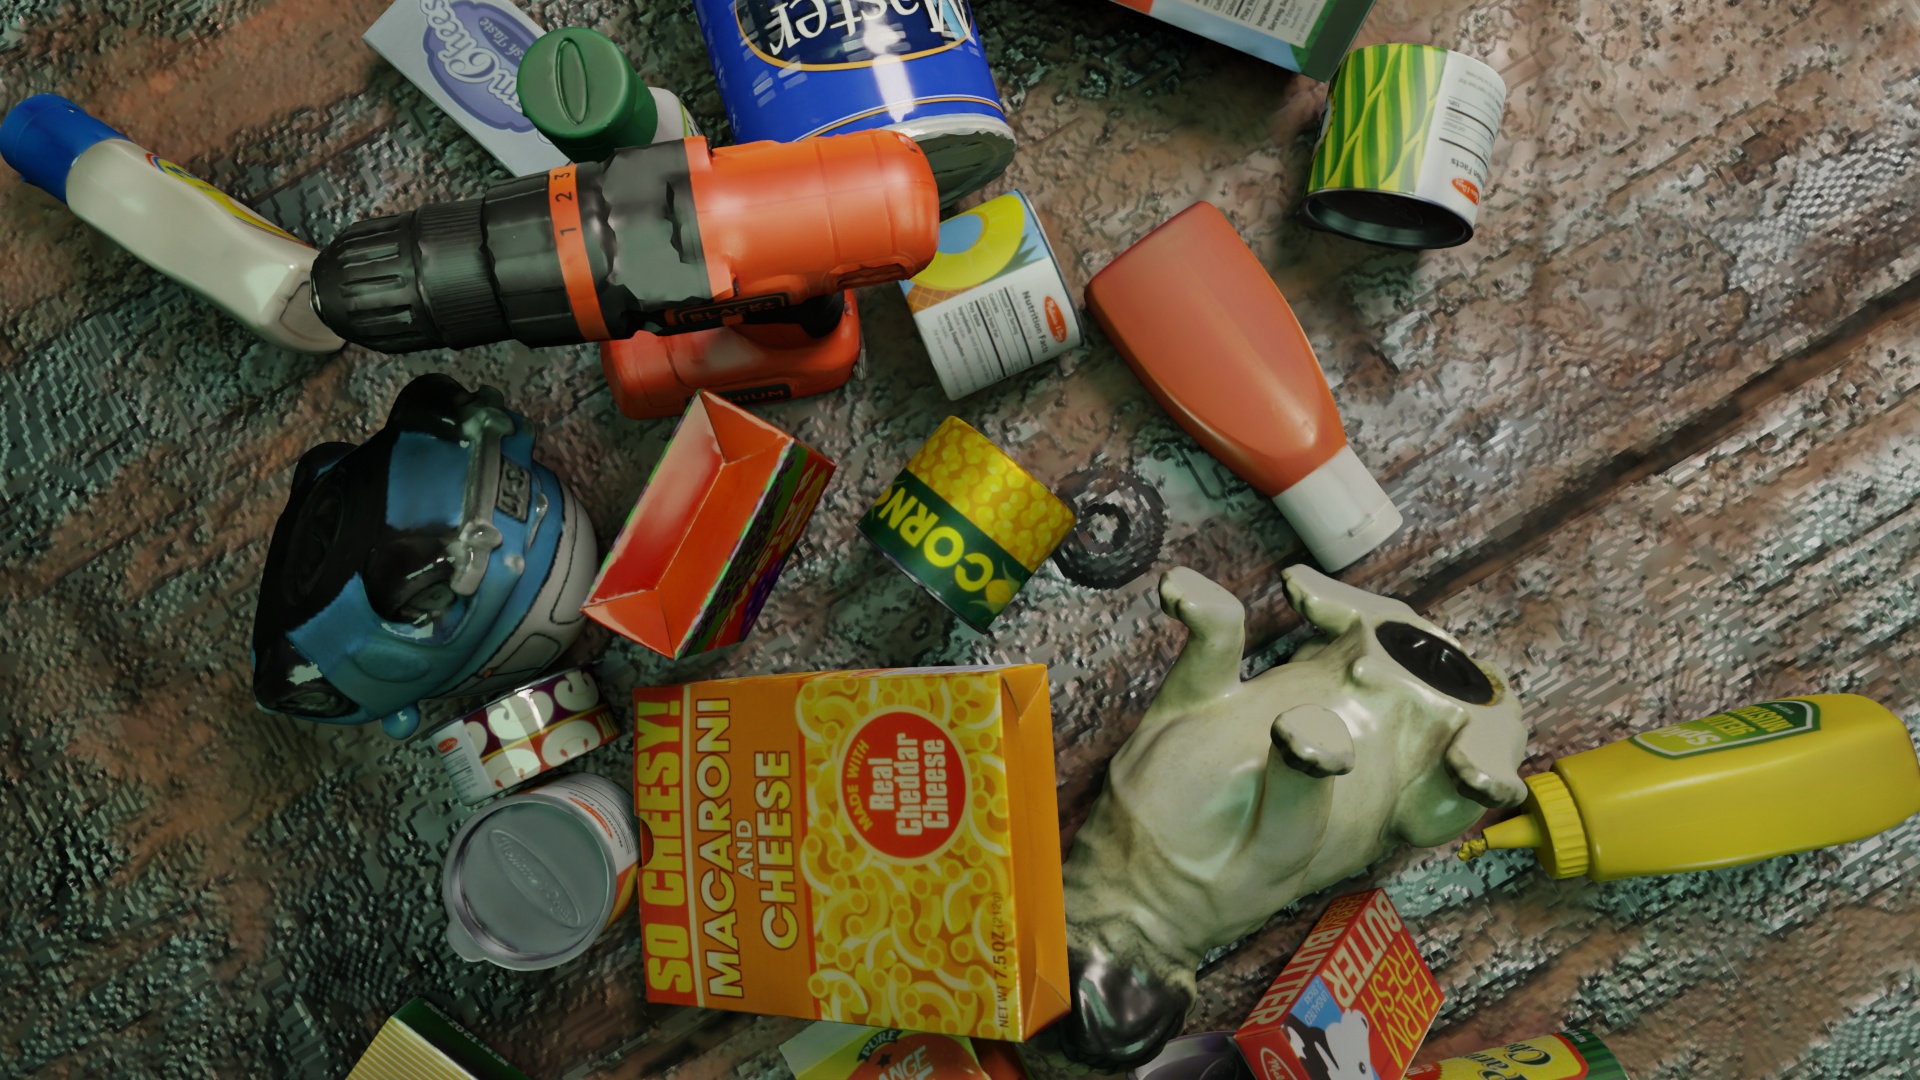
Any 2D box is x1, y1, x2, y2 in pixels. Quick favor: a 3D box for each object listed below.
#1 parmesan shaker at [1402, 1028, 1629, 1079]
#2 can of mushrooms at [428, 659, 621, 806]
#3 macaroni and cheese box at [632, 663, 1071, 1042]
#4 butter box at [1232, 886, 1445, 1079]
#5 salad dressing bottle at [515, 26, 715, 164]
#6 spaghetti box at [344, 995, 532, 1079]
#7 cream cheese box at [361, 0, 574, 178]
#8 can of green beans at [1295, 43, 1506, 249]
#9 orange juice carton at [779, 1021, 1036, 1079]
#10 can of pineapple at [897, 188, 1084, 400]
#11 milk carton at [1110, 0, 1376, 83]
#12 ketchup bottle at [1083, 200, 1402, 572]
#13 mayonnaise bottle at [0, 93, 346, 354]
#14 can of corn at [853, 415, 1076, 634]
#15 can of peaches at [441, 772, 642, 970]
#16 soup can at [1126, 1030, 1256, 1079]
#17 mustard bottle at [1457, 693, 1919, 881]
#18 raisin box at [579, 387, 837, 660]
[{"bbox_3d":[0.197,0.229,0.523,0.103,0.071,0.071,-14,88,-1],"label":"parmesan shaker"},{"bbox_3d":[-0.167,0.075,0.544,0.071,0.071,0.033,-25,87,2],"label":"can of mushrooms"},{"bbox_3d":[-0.046,0.110,0.512,0.166,0.040,0.123,-6,85,29],"label":"macaroni and cheese box"},{"bbox_3d":[0.142,0.176,0.513,0.024,0.104,0.053,-32,87,39],"label":"butter box"},{"bbox_3d":[-0.119,-0.142,0.507,0.044,0.147,0.064,-8,89,2],"label":"salad dressing bottle"},{"bbox_3d":[-0.137,0.277,0.553,0.250,0.028,0.050,35,91,3],"label":"spaghetti box"},{"bbox_3d":[-0.189,-0.191,0.573,0.104,0.024,0.053,42,91,3],"label":"cream cheese box"},{"bbox_3d":[0.170,-0.150,0.535,0.071,0.071,0.058,14,88,3],"label":"can of green beans"},{"bbox_3d":[0.011,0.254,0.526,0.072,0.073,0.192,-34,87,2],"label":"orange juice carton"},{"bbox_3d":[0.009,-0.096,0.542,0.058,0.071,0.071,-23,88,2],"label":"can of pineapple"},{"bbox_3d":[0.066,-0.250,0.515,0.191,0.073,0.073,19,48,-5],"label":"milk carton"},{"bbox_3d":[0.115,-0.057,0.546,0.065,0.043,0.149,-36,87,1],"label":"ketchup bottle"},{"bbox_3d":[-0.316,-0.129,0.559,0.148,0.065,0.041,32,91,7],"label":"mayonnaise bottle"},{"bbox_3d":[0.002,-0.007,0.536,0.071,0.071,0.058,40,90,3],"label":"can of corn"},{"bbox_3d":[-0.161,0.129,0.545,0.071,0.058,0.071,0,89,2],"label":"can of peaches"},{"bbox_3d":[0.104,0.238,0.524,0.071,0.071,0.083,-8,89,2],"label":"soup can"},{"bbox_3d":[0.268,0.098,0.525,0.160,0.065,0.049,-15,92,6],"label":"mustard bottle"},{"bbox_3d":[-0.088,-0.004,0.513,0.040,0.123,0.086,27,90,2],"label":"raisin box"}]
